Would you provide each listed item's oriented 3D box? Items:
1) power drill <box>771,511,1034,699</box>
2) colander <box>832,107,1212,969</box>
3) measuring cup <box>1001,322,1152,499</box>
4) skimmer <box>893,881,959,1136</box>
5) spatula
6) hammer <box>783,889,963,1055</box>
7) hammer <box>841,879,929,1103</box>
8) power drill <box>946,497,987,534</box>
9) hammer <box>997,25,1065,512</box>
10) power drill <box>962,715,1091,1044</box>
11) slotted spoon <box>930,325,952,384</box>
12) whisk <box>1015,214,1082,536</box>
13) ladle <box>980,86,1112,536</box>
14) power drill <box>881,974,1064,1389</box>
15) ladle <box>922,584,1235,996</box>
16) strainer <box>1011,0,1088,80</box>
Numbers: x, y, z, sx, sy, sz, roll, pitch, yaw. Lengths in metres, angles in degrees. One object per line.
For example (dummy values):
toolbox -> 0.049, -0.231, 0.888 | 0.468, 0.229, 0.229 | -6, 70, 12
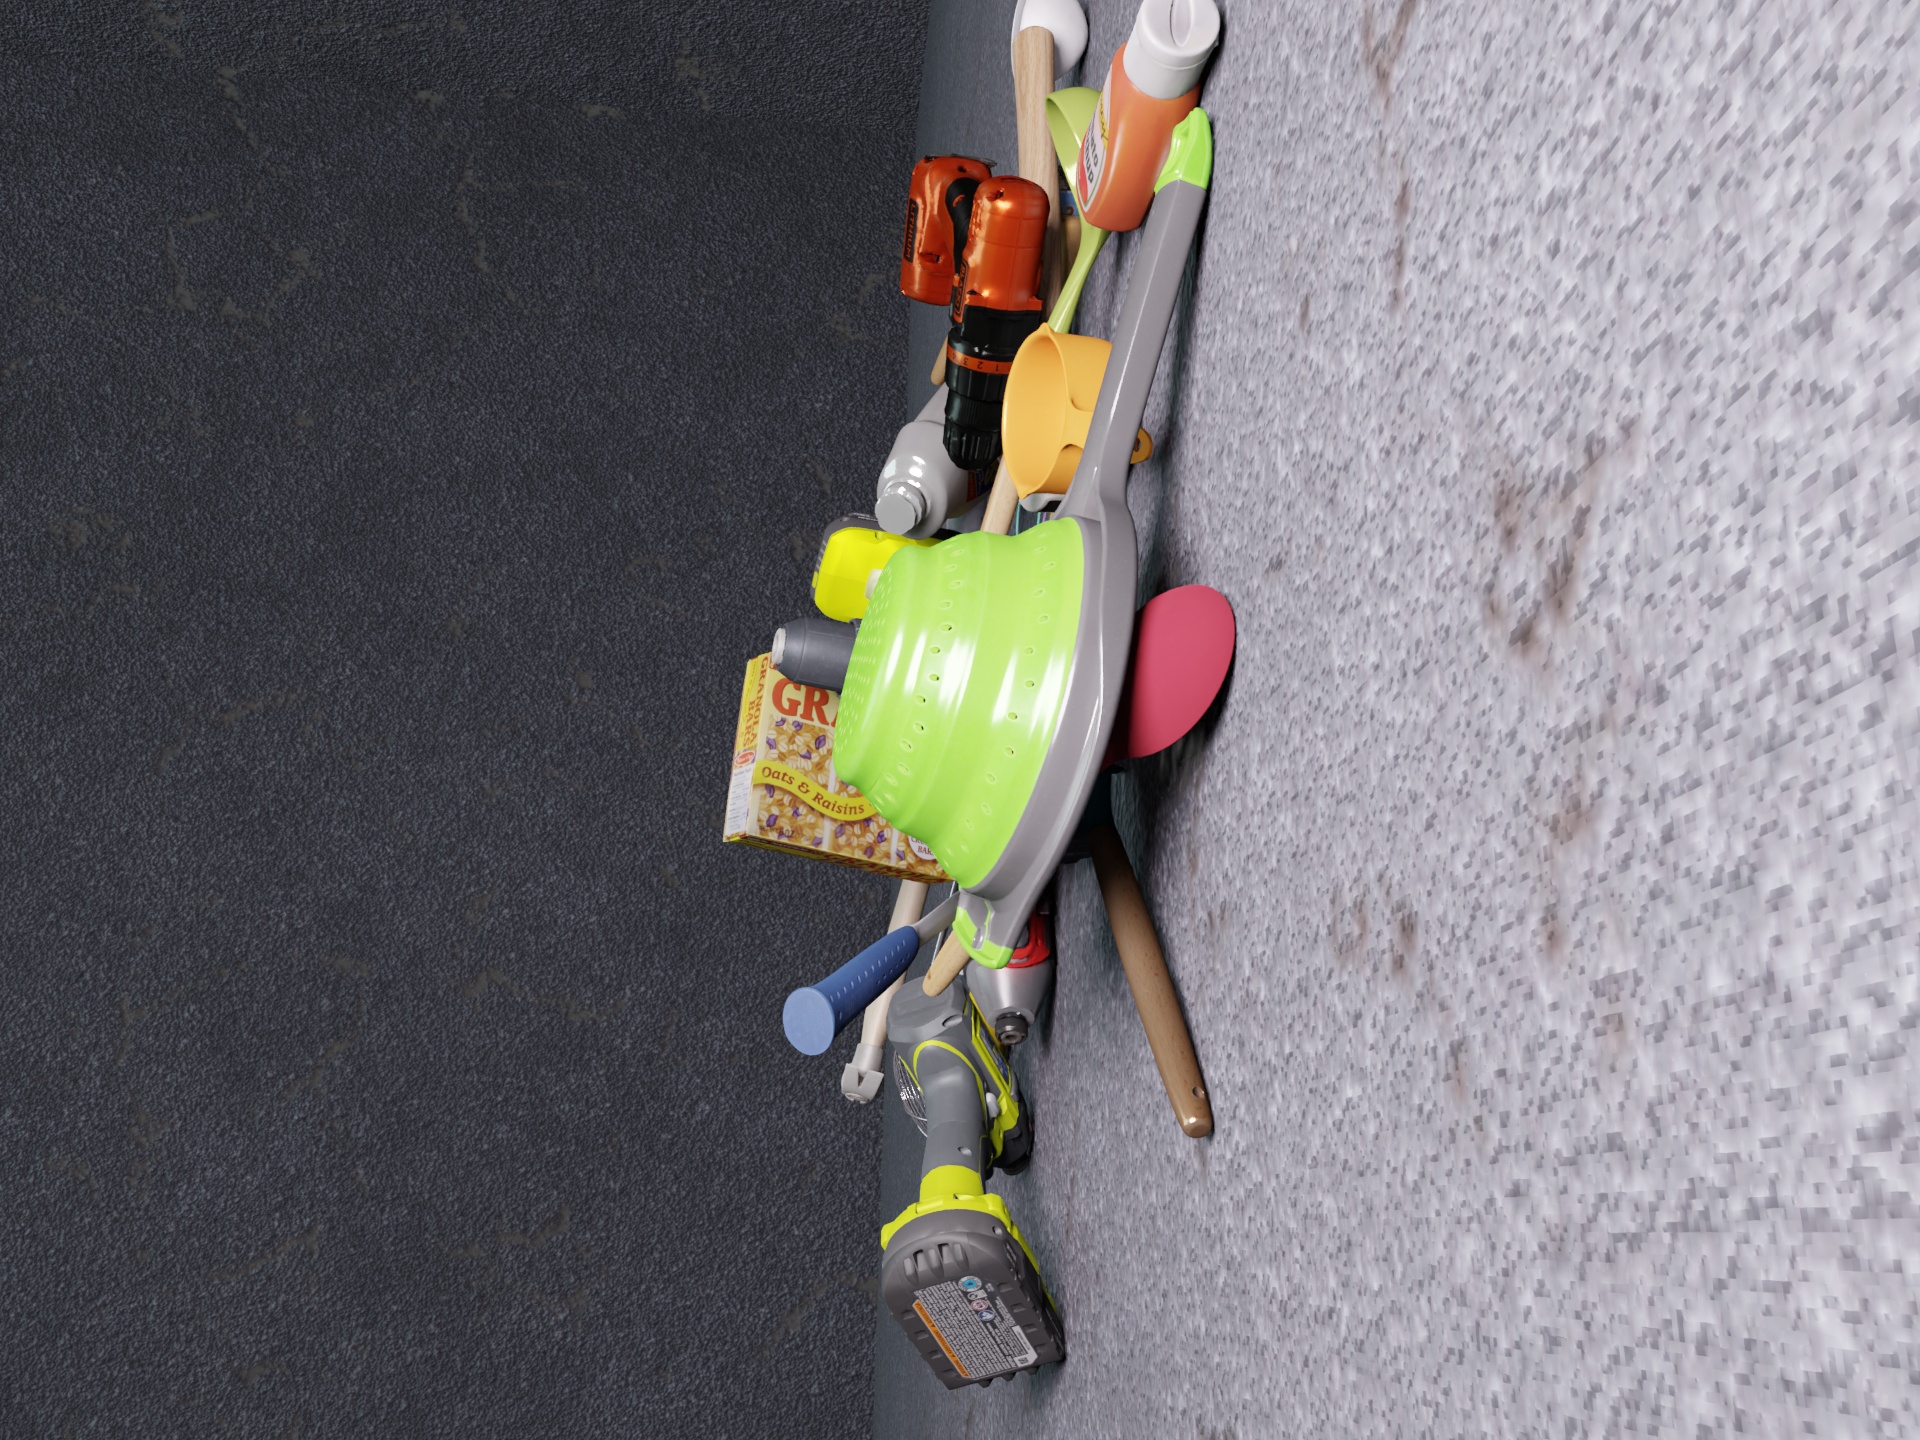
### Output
power drill -> -0.037, -0.064, 1.069 | 0.229, 0.190, 0.080 | -112, 35, -62
colander -> 0.022, -0.094, 0.720 | 0.204, 0.094, 0.397 | -165, 91, -79
measuring cup -> 0.078, -0.154, 0.835 | 0.174, 0.052, 0.095 | -141, 55, -61
skimmer -> 0.014, 0.192, 1.388 | 0.127, 0.090, 0.363 | -28, -47, -80
spatula -> 0.070, 0.080, 0.763 | 0.044, 0.082, 0.318 | -59, 24, 27
hammer -> -0.033, 0.165, 1.159 | 0.405, 0.035, 0.144 | -23, -65, -71
hammer -> -0.035, 0.134, 1.421 | 0.146, 0.038, 0.411 | 104, -178, -72
power drill -> 0.001, -0.174, 1.479 | 0.185, 0.084, 0.226 | 113, 163, -76
hammer -> 0.053, -0.293, 1.029 | 0.130, 0.031, 0.331 | 139, 131, -70
power drill -> 0.035, 0.096, 0.992 | 0.219, 0.078, 0.143 | 94, 177, -49
slotted spoon -> 0.012, -0.335, 1.285 | 0.070, 0.031, 0.313 | -64, 6, -14
whisk -> 0.056, -0.224, 1.105 | 0.051, 0.047, 0.245 | -97, 14, -68
ladle -> 0.035, -0.201, 0.928 | 0.078, 0.062, 0.320 | -110, 34, -64
power drill -> 0.009, 0.292, 1.004 | 0.223, 0.080, 0.171 | -92, -21, -57
ladle -> 0.040, 0.050, 0.747 | 0.315, 0.031, 0.069 | 120, 150, -46
strainer -> 0.063, -0.433, 1.154 | 0.087, 0.050, 0.258 | -56, -20, -33
